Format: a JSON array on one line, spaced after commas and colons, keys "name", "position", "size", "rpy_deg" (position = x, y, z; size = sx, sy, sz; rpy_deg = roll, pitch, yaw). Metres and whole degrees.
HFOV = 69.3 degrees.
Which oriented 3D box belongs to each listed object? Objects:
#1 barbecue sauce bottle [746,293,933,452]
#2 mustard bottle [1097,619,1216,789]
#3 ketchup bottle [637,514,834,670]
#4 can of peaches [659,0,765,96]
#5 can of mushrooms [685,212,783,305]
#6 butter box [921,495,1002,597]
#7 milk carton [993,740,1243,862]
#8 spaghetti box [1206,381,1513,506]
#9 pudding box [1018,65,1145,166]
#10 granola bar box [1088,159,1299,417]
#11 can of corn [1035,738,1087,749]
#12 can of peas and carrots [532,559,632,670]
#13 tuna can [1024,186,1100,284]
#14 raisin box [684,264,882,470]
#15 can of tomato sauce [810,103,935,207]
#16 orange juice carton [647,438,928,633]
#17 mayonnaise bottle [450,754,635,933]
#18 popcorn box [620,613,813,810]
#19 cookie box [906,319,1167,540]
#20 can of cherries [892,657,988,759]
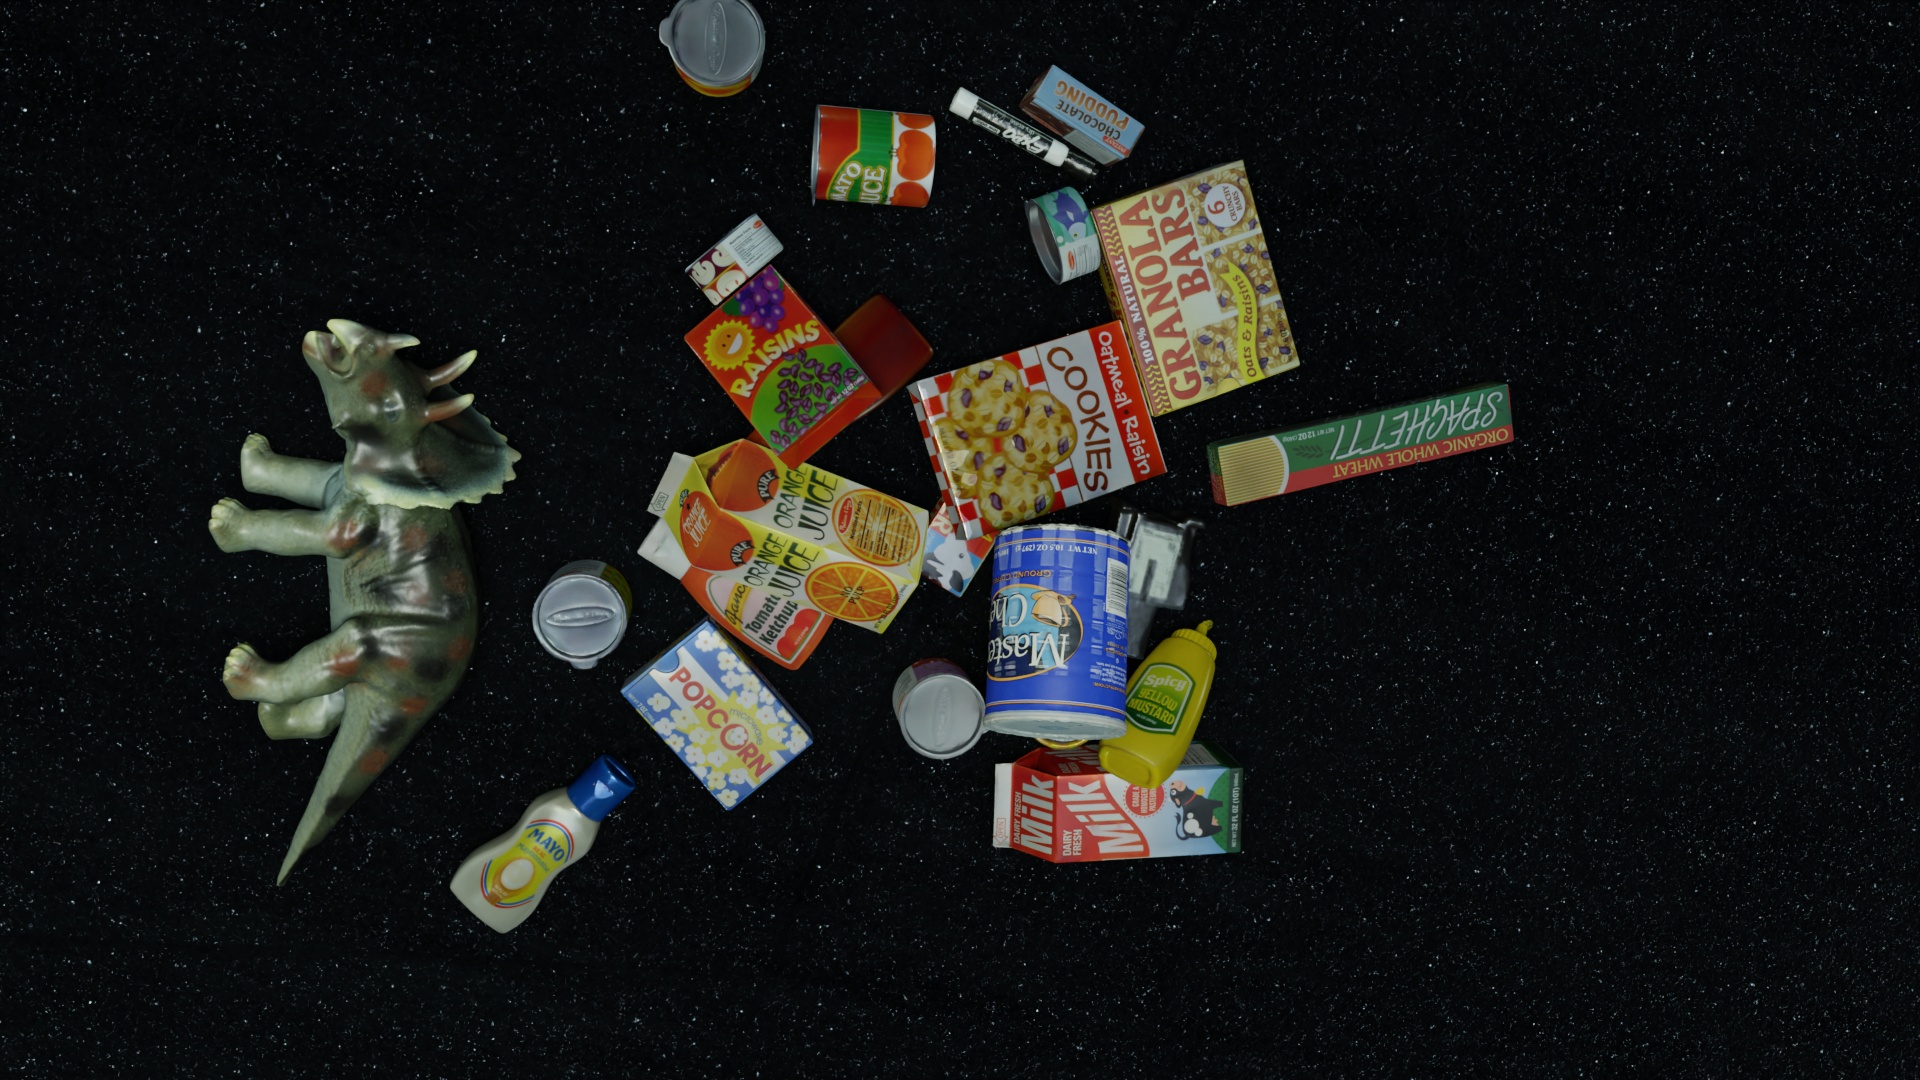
[{"name": "barbecue sauce bottle", "position": [-0.093, -0.112, 1.031], "size": [0.148, 0.043, 0.065], "rpy_deg": [-43, 90, 0]}, {"name": "mustard bottle", "position": [0.162, 0.116, 1.081], "size": [0.065, 0.048, 0.161], "rpy_deg": [21, 54, 19]}, {"name": "ketchup bottle", "position": [-0.169, 0.034, 1.042], "size": [0.149, 0.043, 0.064], "rpy_deg": [34, 99, -12]}, {"name": "can of peaches", "position": [-0.173, -0.348, 0.973], "size": [0.071, 0.058, 0.071], "rpy_deg": [-2, 100, -8]}, {"name": "can of mushrooms", "position": [-0.163, -0.201, 0.996], "size": [0.071, 0.071, 0.033], "rpy_deg": [-41, 104, -1]}, {"name": "butter box", "position": [0.004, -0.013, 1.072], "size": [0.053, 0.024, 0.103], "rpy_deg": [31, 93, -13]}, {"name": "milk carton", "position": [0.121, 0.206, 1.101], "size": [0.191, 0.073, 0.072], "rpy_deg": [0, 100, -9]}, {"name": "spaghetti box", "position": [0.322, -0.079, 1.111], "size": [0.250, 0.029, 0.050], "rpy_deg": [-13, 102, -7]}, {"name": "pudding box", "position": [0.089, -0.312, 1.025], "size": [0.083, 0.050, 0.030], "rpy_deg": [30, 92, -12]}, {"name": "granola bar box", "position": [0.177, -0.192, 1.064], "size": [0.124, 0.039, 0.165], "rpy_deg": [-20, 101, -5]}, {"name": "can of corn", "position": [0.077, 0.126, 1.089], "size": [0.071, 0.058, 0.071], "rpy_deg": [-1, 99, -8]}, {"name": "can of peas and carrots", "position": [-0.276, 0.053, 1.020], "size": [0.071, 0.059, 0.070], "rpy_deg": [-2, 100, -9]}, {"name": "tuna can", "position": [0.076, -0.228, 1.030], "size": [0.033, 0.071, 0.071], "rpy_deg": [-21, 102, -6]}, {"name": "raisin box", "position": [-0.127, -0.125, 0.996], "size": [0.086, 0.040, 0.123], "rpy_deg": [-40, 71, 2]}, {"name": "can of tomato sauce", "position": [-0.064, -0.274, 0.998], "size": [0.083, 0.071, 0.071], "rpy_deg": [2, 99, -10]}, {"name": "orange juice carton", "position": [-0.126, -0.009, 1.010], "size": [0.193, 0.073, 0.071], "rpy_deg": [21, 137, -14]}, {"name": "mayonnaise bottle", "position": [-0.312, 0.225, 1.051], "size": [0.148, 0.041, 0.064], "rpy_deg": [-44, 101, 0]}, {"name": "popcorn box", "position": [-0.184, 0.130, 1.058], "size": [0.085, 0.038, 0.126], "rpy_deg": [-39, 103, 0]}, {"name": "cookie box", "position": [0.059, -0.083, 1.045], "size": [0.168, 0.040, 0.123], "rpy_deg": [-19, 94, -14]}, {"name": "can of cherries", "position": [-0.015, 0.130, 1.075], "size": [0.071, 0.058, 0.071], "rpy_deg": [-1, 98, -9]}]
